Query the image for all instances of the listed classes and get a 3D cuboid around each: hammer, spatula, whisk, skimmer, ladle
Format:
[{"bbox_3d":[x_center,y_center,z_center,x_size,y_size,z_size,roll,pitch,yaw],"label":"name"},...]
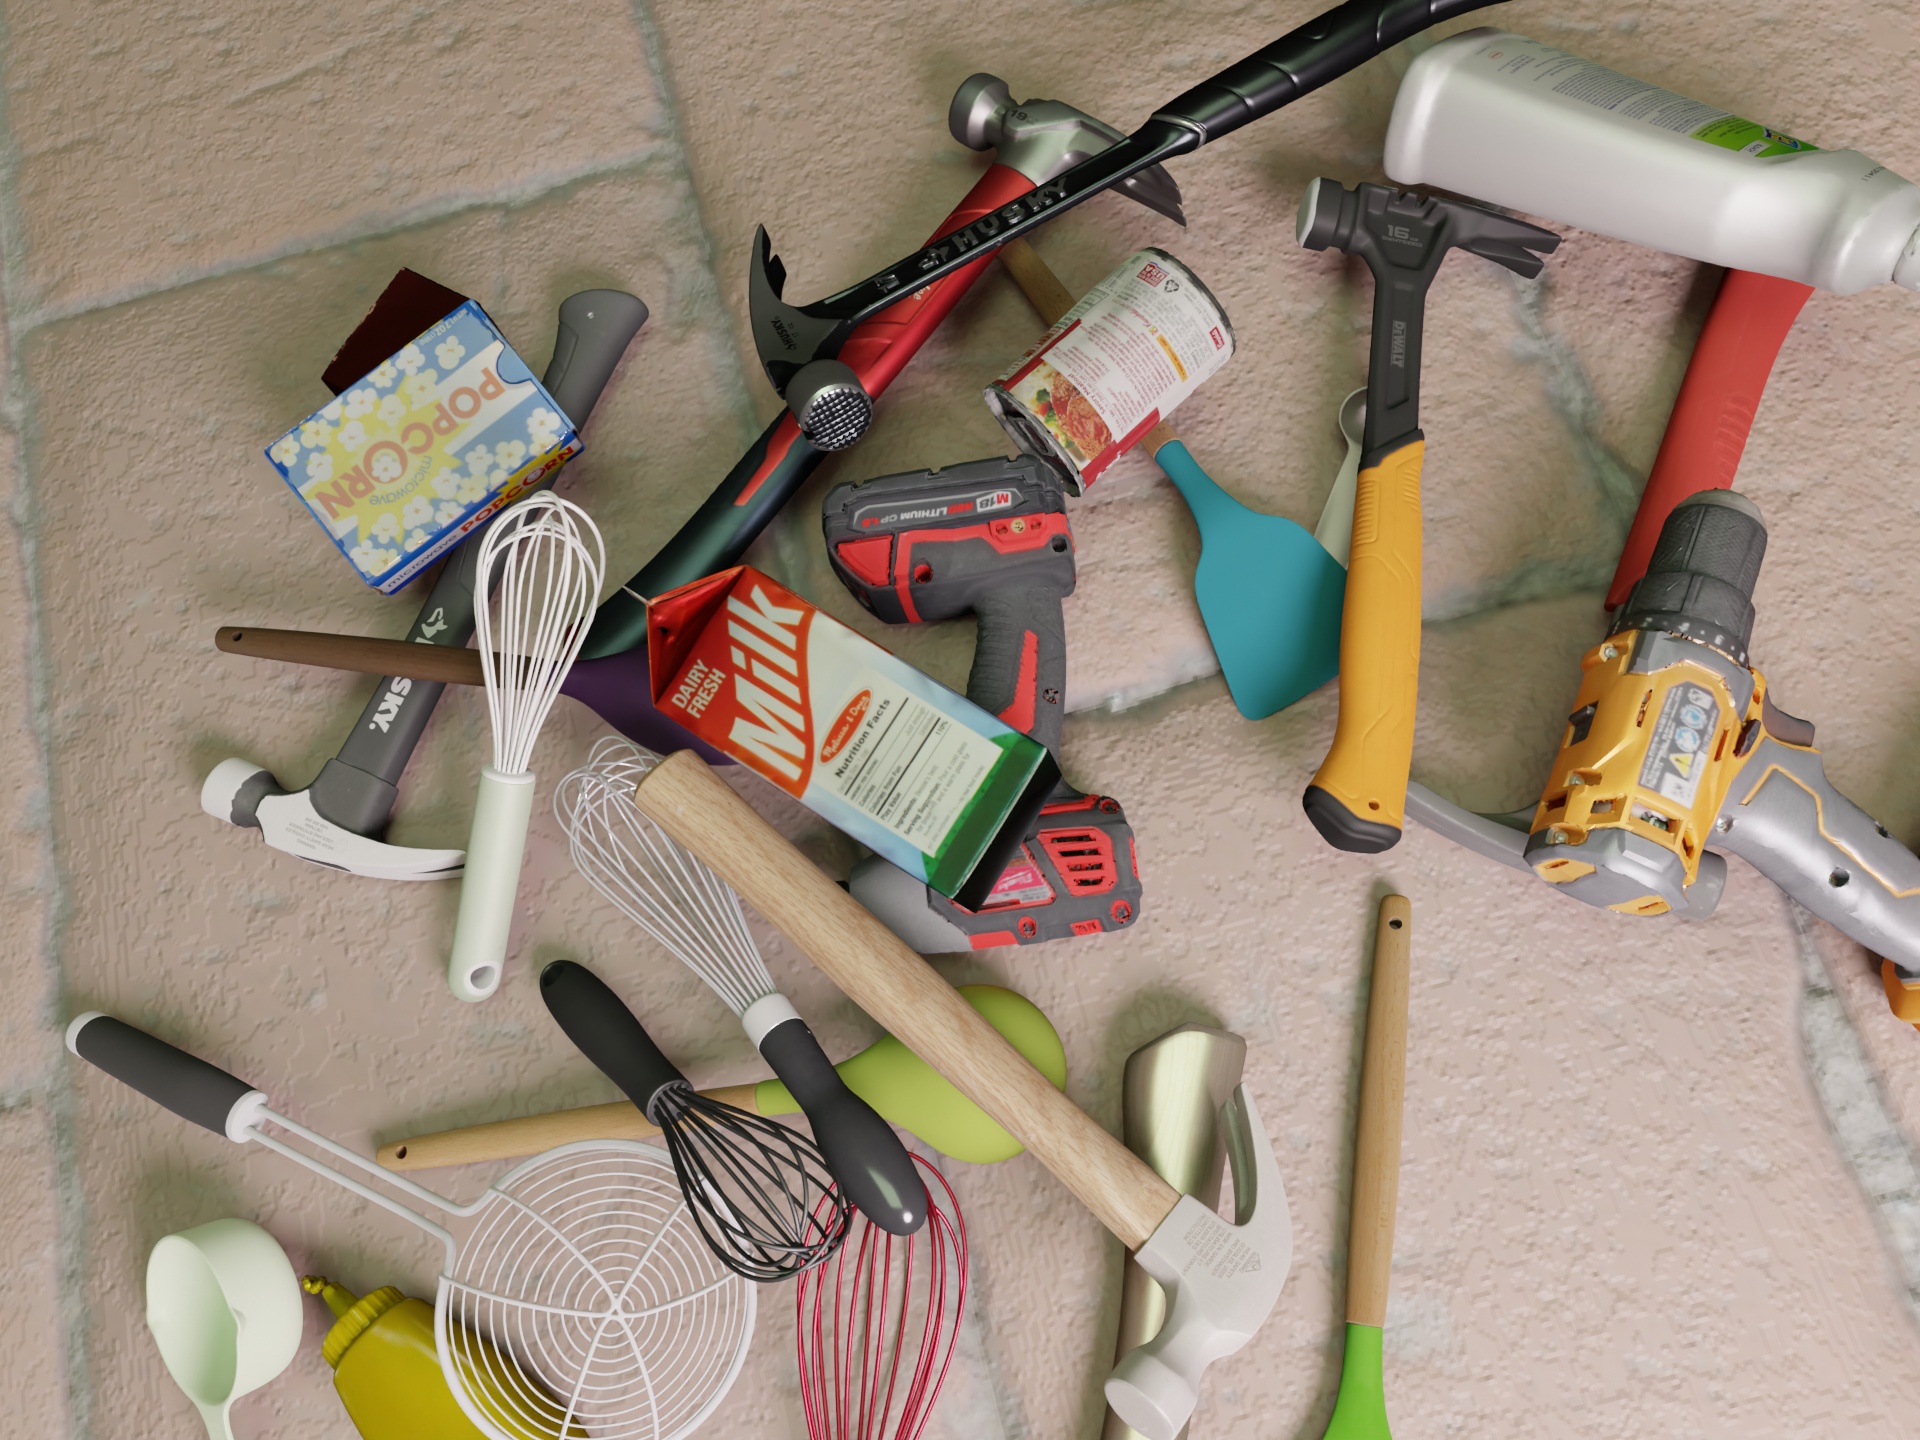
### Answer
[{"bbox_3d":[-0.053,-0.154,0.797,0.143,0.038,0.386,36,83,24],"label":"hammer"},{"bbox_3d":[-0.217,-0.021,0.753,0.316,0.018,0.060,7,74,14],"label":"spatula"},{"bbox_3d":[0.082,-0.271,0.754,0.409,0.036,0.149,-29,50,-1],"label":"hammer"},{"bbox_3d":[0.325,-0.094,0.745,0.149,0.036,0.359,21,76,13],"label":"hammer"},{"bbox_3d":[-0.044,0.326,0.648,0.073,0.073,0.296,5,80,9],"label":"whisk"},{"bbox_3d":[-0.205,0.016,0.724,0.059,0.057,0.246,30,111,47],"label":"whisk"},{"bbox_3d":[-0.243,-0.076,0.812,0.146,0.035,0.335,20,76,14],"label":"hammer"},{"bbox_3d":[0.075,0.330,0.640,0.146,0.038,0.411,11,74,9],"label":"hammer"},{"bbox_3d":[0.090,-0.147,0.798,0.082,0.044,0.318,-34,66,5],"label":"spatula"},{"bbox_3d":[0.206,-0.100,0.737,0.127,0.034,0.337,11,70,-2],"label":"hammer"},{"bbox_3d":[-0.098,0.107,0.691,0.070,0.070,0.285,-39,57,-6],"label":"whisk"},{"bbox_3d":[-0.121,0.157,0.668,0.055,0.055,0.239,-51,43,-10],"label":"whisk"},{"bbox_3d":[-0.259,0.206,0.707,0.363,0.090,0.127,15,66,28],"label":"skimmer"},{"bbox_3d":[-0.006,0.124,0.650,0.331,0.031,0.130,40,54,14],"label":"hammer"},{"bbox_3d":[-0.110,0.176,0.717,0.320,0.062,0.078,-11,67,11],"label":"ladle"}]

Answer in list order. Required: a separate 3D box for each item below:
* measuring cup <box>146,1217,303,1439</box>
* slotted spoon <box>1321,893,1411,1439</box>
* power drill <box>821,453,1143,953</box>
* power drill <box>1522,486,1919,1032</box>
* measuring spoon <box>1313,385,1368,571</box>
[{"bbox_3d":[-0.309,0.300,0.698,0.083,0.038,0.167,-16,89,37],"label":"measuring cup"},{"bbox_3d":[0.173,0.226,0.667,0.070,0.031,0.314,6,71,9],"label":"slotted spoon"},{"bbox_3d":[-0.001,-0.002,0.738,0.143,0.078,0.220,-9,74,5],"label":"power drill"},{"bbox_3d":[0.362,0.020,0.656,0.226,0.084,0.185,24,74,0],"label":"power drill"},{"bbox_3d":[0.189,-0.105,0.780,0.034,0.018,0.124,18,82,14],"label":"measuring spoon"}]
